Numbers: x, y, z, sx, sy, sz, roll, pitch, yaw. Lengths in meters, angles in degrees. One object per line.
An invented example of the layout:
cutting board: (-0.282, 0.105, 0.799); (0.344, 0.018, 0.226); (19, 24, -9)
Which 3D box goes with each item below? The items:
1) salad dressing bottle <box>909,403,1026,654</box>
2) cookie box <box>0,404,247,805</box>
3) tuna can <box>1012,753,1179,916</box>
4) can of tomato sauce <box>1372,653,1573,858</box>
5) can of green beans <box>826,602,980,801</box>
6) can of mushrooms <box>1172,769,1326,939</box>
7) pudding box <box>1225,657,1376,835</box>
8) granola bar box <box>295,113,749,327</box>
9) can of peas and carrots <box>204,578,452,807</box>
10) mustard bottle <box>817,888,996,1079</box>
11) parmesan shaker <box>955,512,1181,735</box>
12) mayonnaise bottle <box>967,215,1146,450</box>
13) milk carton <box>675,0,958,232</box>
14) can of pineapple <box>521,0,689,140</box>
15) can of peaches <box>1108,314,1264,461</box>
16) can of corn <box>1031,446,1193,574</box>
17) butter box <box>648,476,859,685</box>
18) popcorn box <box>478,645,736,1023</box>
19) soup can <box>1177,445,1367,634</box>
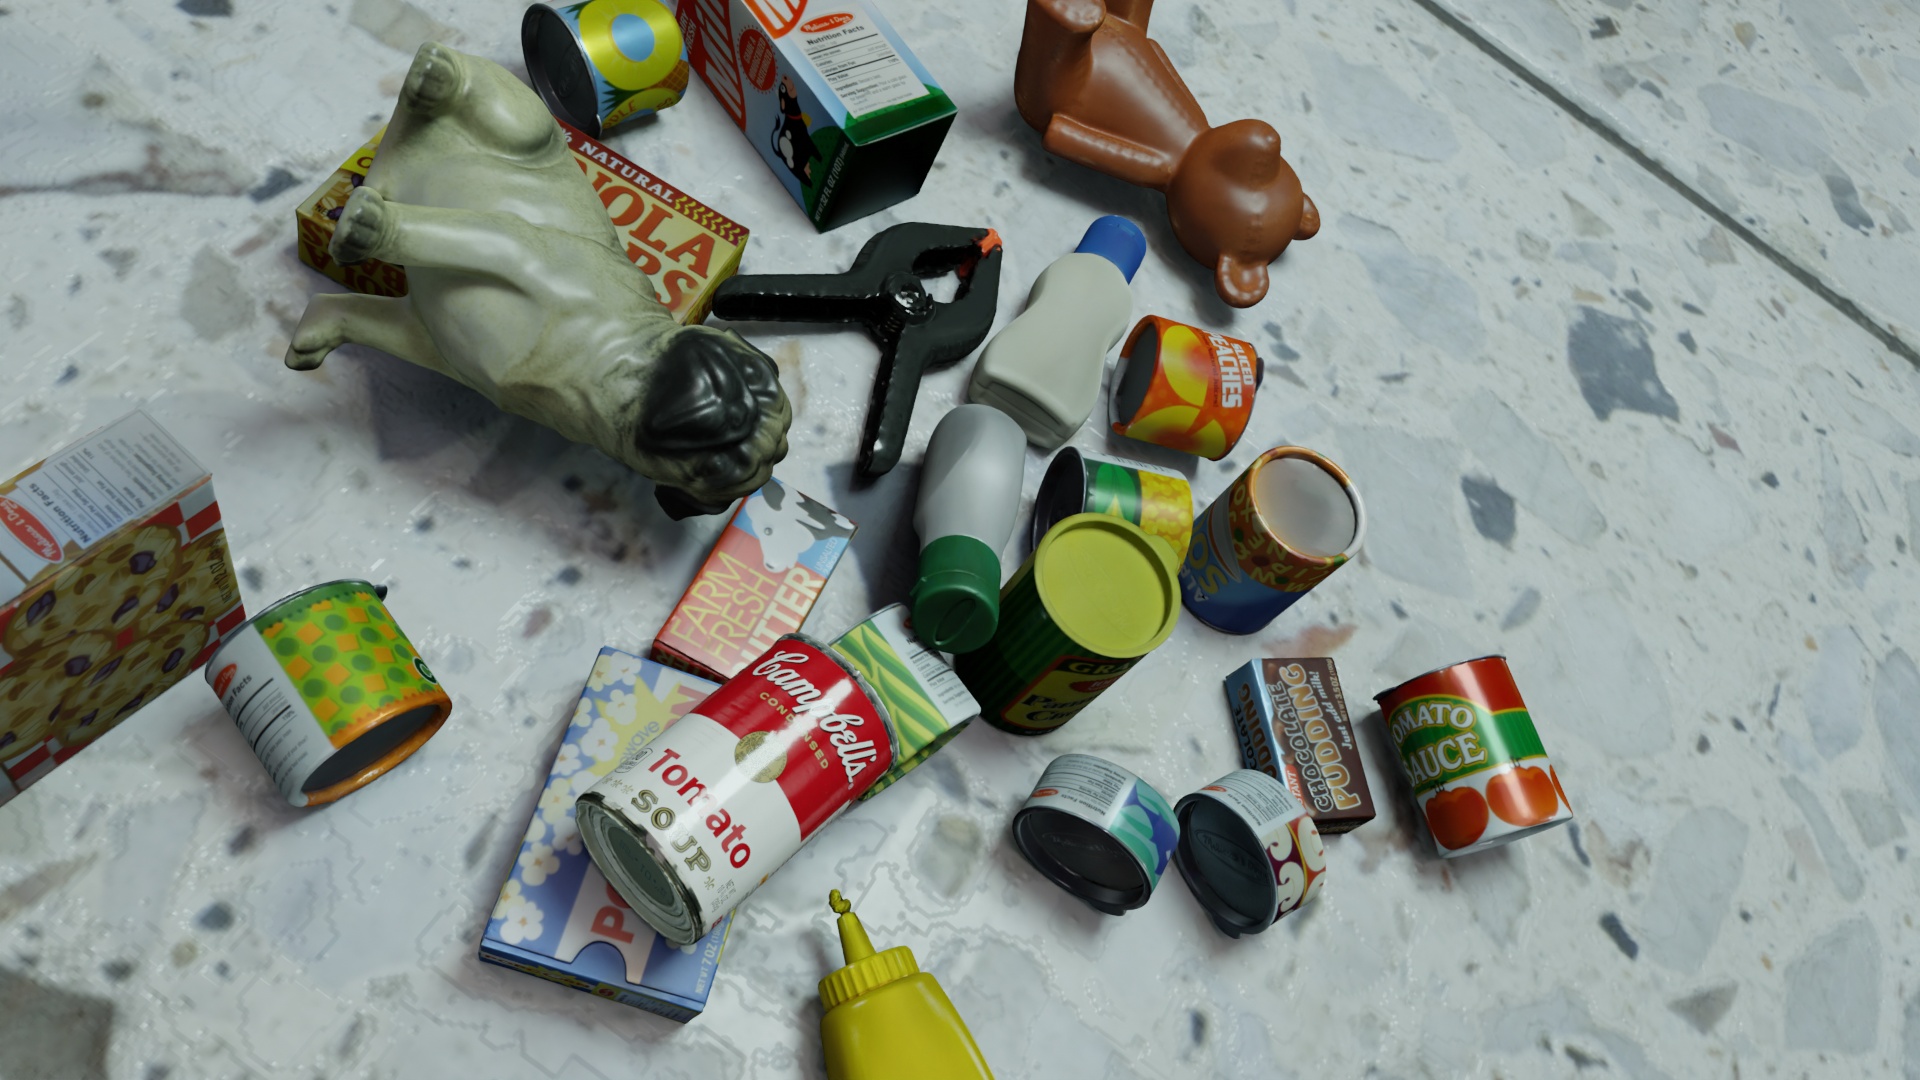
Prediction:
salad dressing bottle: (0.002, -0.008, 0.628); (0.044, 0.064, 0.148); (29, 32, -14)
cookie box: (-0.323, 0.045, 0.455); (0.040, 0.122, 0.168); (42, 56, 5)
tuna can: (0.060, 0.127, 0.598); (0.071, 0.070, 0.033); (37, 55, 1)
can of tomato sauce: (0.251, 0.107, 0.684); (0.071, 0.071, 0.083); (-6, 66, -24)
can of green beans: (-0.034, 0.069, 0.591); (0.071, 0.071, 0.058); (-31, 78, -32)
can of mushrooms: (0.127, 0.140, 0.619); (0.033, 0.070, 0.071); (-20, 72, -30)
pudding box: (0.164, 0.099, 0.675); (0.050, 0.030, 0.084); (2, 62, -20)
granola bar box: (-0.202, -0.141, 0.657); (0.165, 0.039, 0.125); (30, 56, -4)
can of peas and carrots: (-0.233, 0.056, 0.520); (0.071, 0.070, 0.059); (-32, 79, -32)
mustard bottle: (-0.019, 0.209, 0.530); (0.065, 0.048, 0.160); (-12, 67, -27)
parmesan shaker: (0.047, 0.039, 0.618); (0.071, 0.102, 0.071); (9, 60, -17)
mayonnaise bottle: (0.060, -0.118, 0.749); (0.065, 0.041, 0.149); (33, 55, -4)
milk carton: (-0.093, -0.269, 0.752); (0.074, 0.072, 0.191); (-30, 78, -32)
can of pineapple: (-0.180, -0.244, 0.708); (0.058, 0.070, 0.071); (-32, 78, -32)
can of peaches: (0.118, -0.082, 0.733); (0.058, 0.071, 0.071); (14, 59, -13)
can of corn: (0.073, -0.006, 0.677); (0.058, 0.070, 0.071); (11, 59, -16)
butter box: (-0.091, 0.022, 0.619); (0.053, 0.024, 0.104); (30, 56, -5)
popcorn box: (-0.124, 0.114, 0.547); (0.085, 0.038, 0.127); (21, 57, -11)
soup can: (0.149, 0.000, 0.692); (0.071, 0.083, 0.071); (9, 60, -16)
